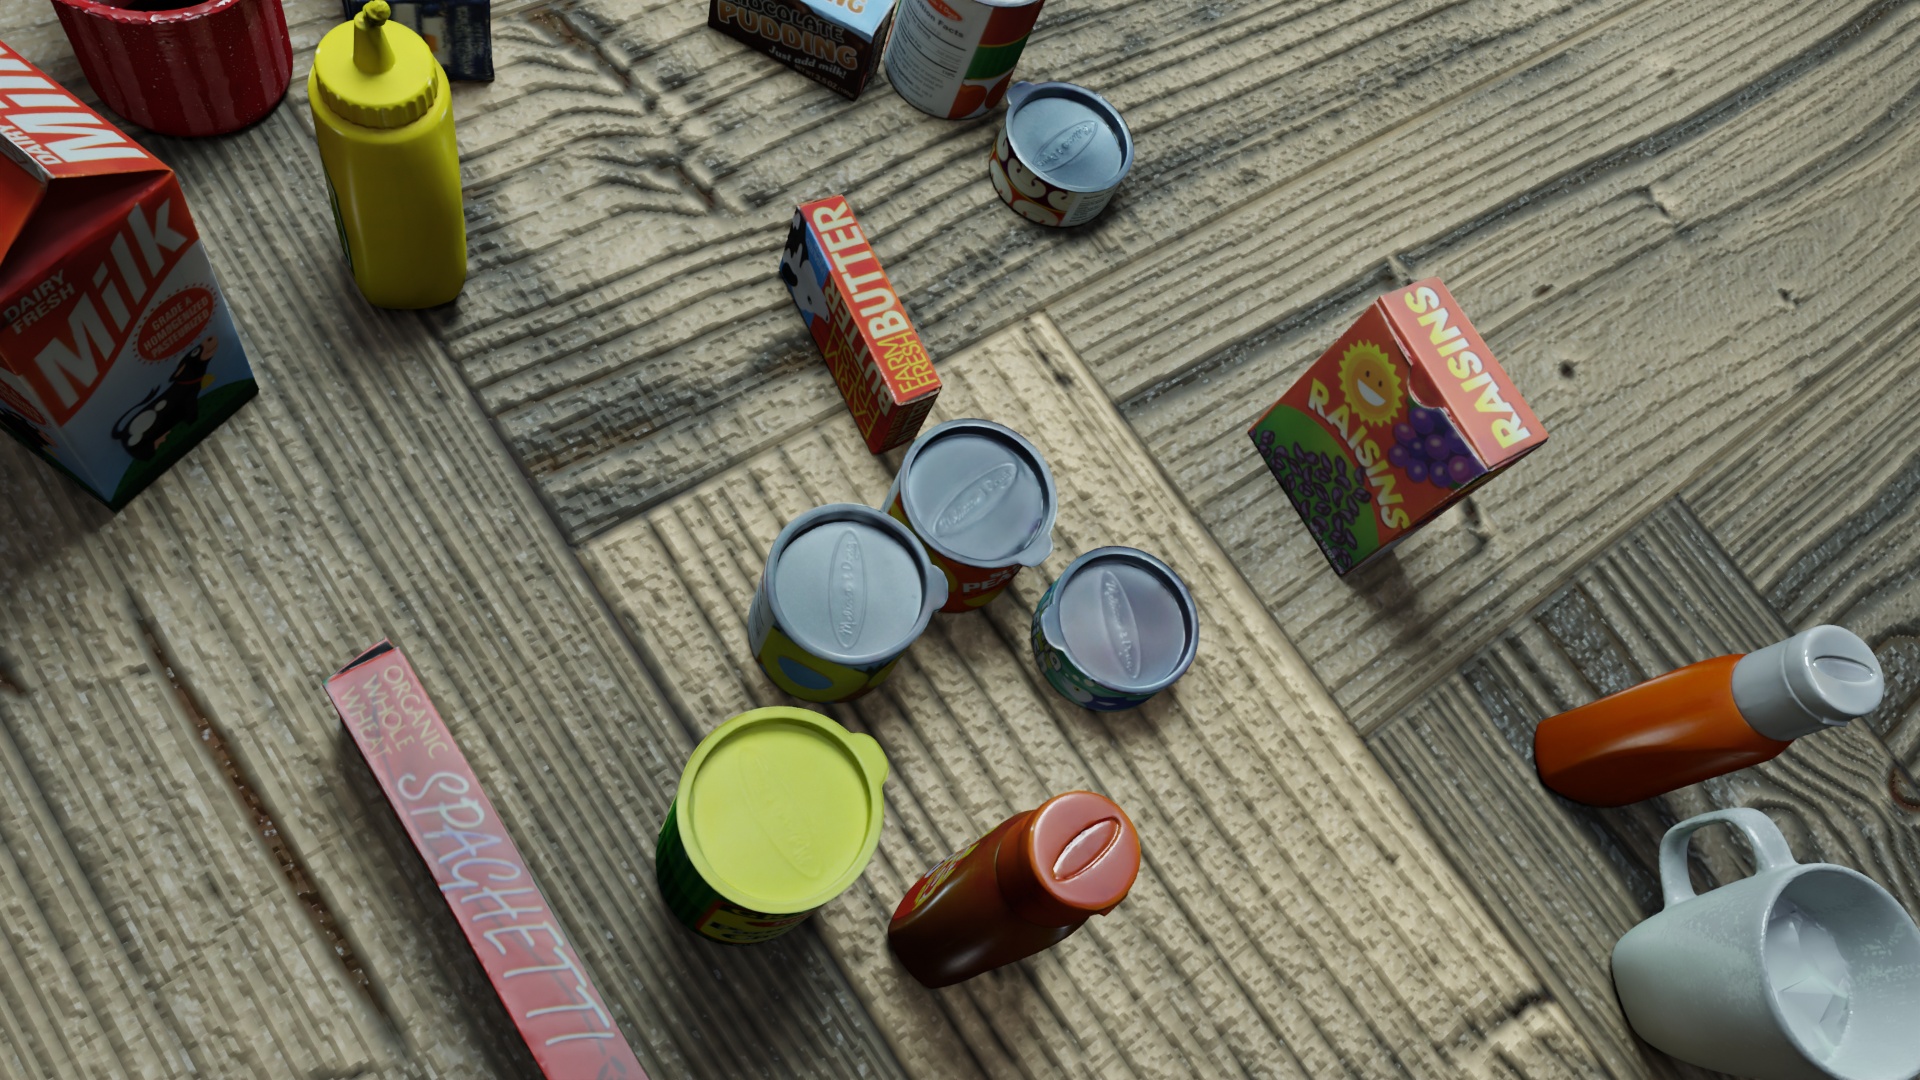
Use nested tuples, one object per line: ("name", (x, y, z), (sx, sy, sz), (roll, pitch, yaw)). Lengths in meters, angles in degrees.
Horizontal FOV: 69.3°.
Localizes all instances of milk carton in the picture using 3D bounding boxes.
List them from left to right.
("milk carton", (-0.300, -0.089, 0.455), (0.072, 0.189, 0.074), (36, 63, 1))

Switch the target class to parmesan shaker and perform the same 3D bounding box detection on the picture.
("parmesan shaker", (-0.068, 0.103, 0.489), (0.071, 0.102, 0.071), (6, 66, -14))

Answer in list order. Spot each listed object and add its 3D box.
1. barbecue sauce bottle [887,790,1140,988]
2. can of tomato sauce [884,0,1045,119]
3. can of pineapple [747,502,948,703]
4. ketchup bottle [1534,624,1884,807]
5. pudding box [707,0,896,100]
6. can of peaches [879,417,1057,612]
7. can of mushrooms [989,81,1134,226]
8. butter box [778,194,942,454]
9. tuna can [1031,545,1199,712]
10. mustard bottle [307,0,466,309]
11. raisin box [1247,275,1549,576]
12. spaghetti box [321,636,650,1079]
("barbecue sauce bottle", (0.019, 0.120, 0.481), (0.065, 0.148, 0.044), (-34, 81, -26))
("can of tomato sauce", (0.004, -0.258, 0.677), (0.071, 0.082, 0.071), (6, 66, -14))
("can of pineapple", (-0.047, 0.027, 0.553), (0.071, 0.057, 0.071), (6, 66, -14))
("ketchup bottle", (0.313, 0.077, 0.586), (0.065, 0.148, 0.044), (9, 66, -12))
("pudding box", (-0.077, -0.256, 0.671), (0.084, 0.049, 0.030), (27, 63, -4))
("can of peaches", (0.002, -0.007, 0.582), (0.071, 0.057, 0.071), (6, 66, -14))
("can of mushrooms", (0.048, -0.193, 0.689), (0.071, 0.033, 0.071), (6, 66, -14))
("butter box", (-0.045, -0.094, 0.609), (0.024, 0.053, 0.103), (-21, 75, -23))
("tuna can", (0.063, 0.039, 0.594), (0.071, 0.032, 0.071), (6, 66, -14))
("mustard bottle", (-0.215, -0.148, 0.522), (0.049, 0.159, 0.065), (-12, 72, -20))
("raisin box", (0.189, -0.048, 0.617), (0.040, 0.123, 0.086), (-23, 76, -23))
("spaghetti box", (-0.146, 0.148, 0.476), (0.029, 0.050, 0.250), (-30, 78, -25))
